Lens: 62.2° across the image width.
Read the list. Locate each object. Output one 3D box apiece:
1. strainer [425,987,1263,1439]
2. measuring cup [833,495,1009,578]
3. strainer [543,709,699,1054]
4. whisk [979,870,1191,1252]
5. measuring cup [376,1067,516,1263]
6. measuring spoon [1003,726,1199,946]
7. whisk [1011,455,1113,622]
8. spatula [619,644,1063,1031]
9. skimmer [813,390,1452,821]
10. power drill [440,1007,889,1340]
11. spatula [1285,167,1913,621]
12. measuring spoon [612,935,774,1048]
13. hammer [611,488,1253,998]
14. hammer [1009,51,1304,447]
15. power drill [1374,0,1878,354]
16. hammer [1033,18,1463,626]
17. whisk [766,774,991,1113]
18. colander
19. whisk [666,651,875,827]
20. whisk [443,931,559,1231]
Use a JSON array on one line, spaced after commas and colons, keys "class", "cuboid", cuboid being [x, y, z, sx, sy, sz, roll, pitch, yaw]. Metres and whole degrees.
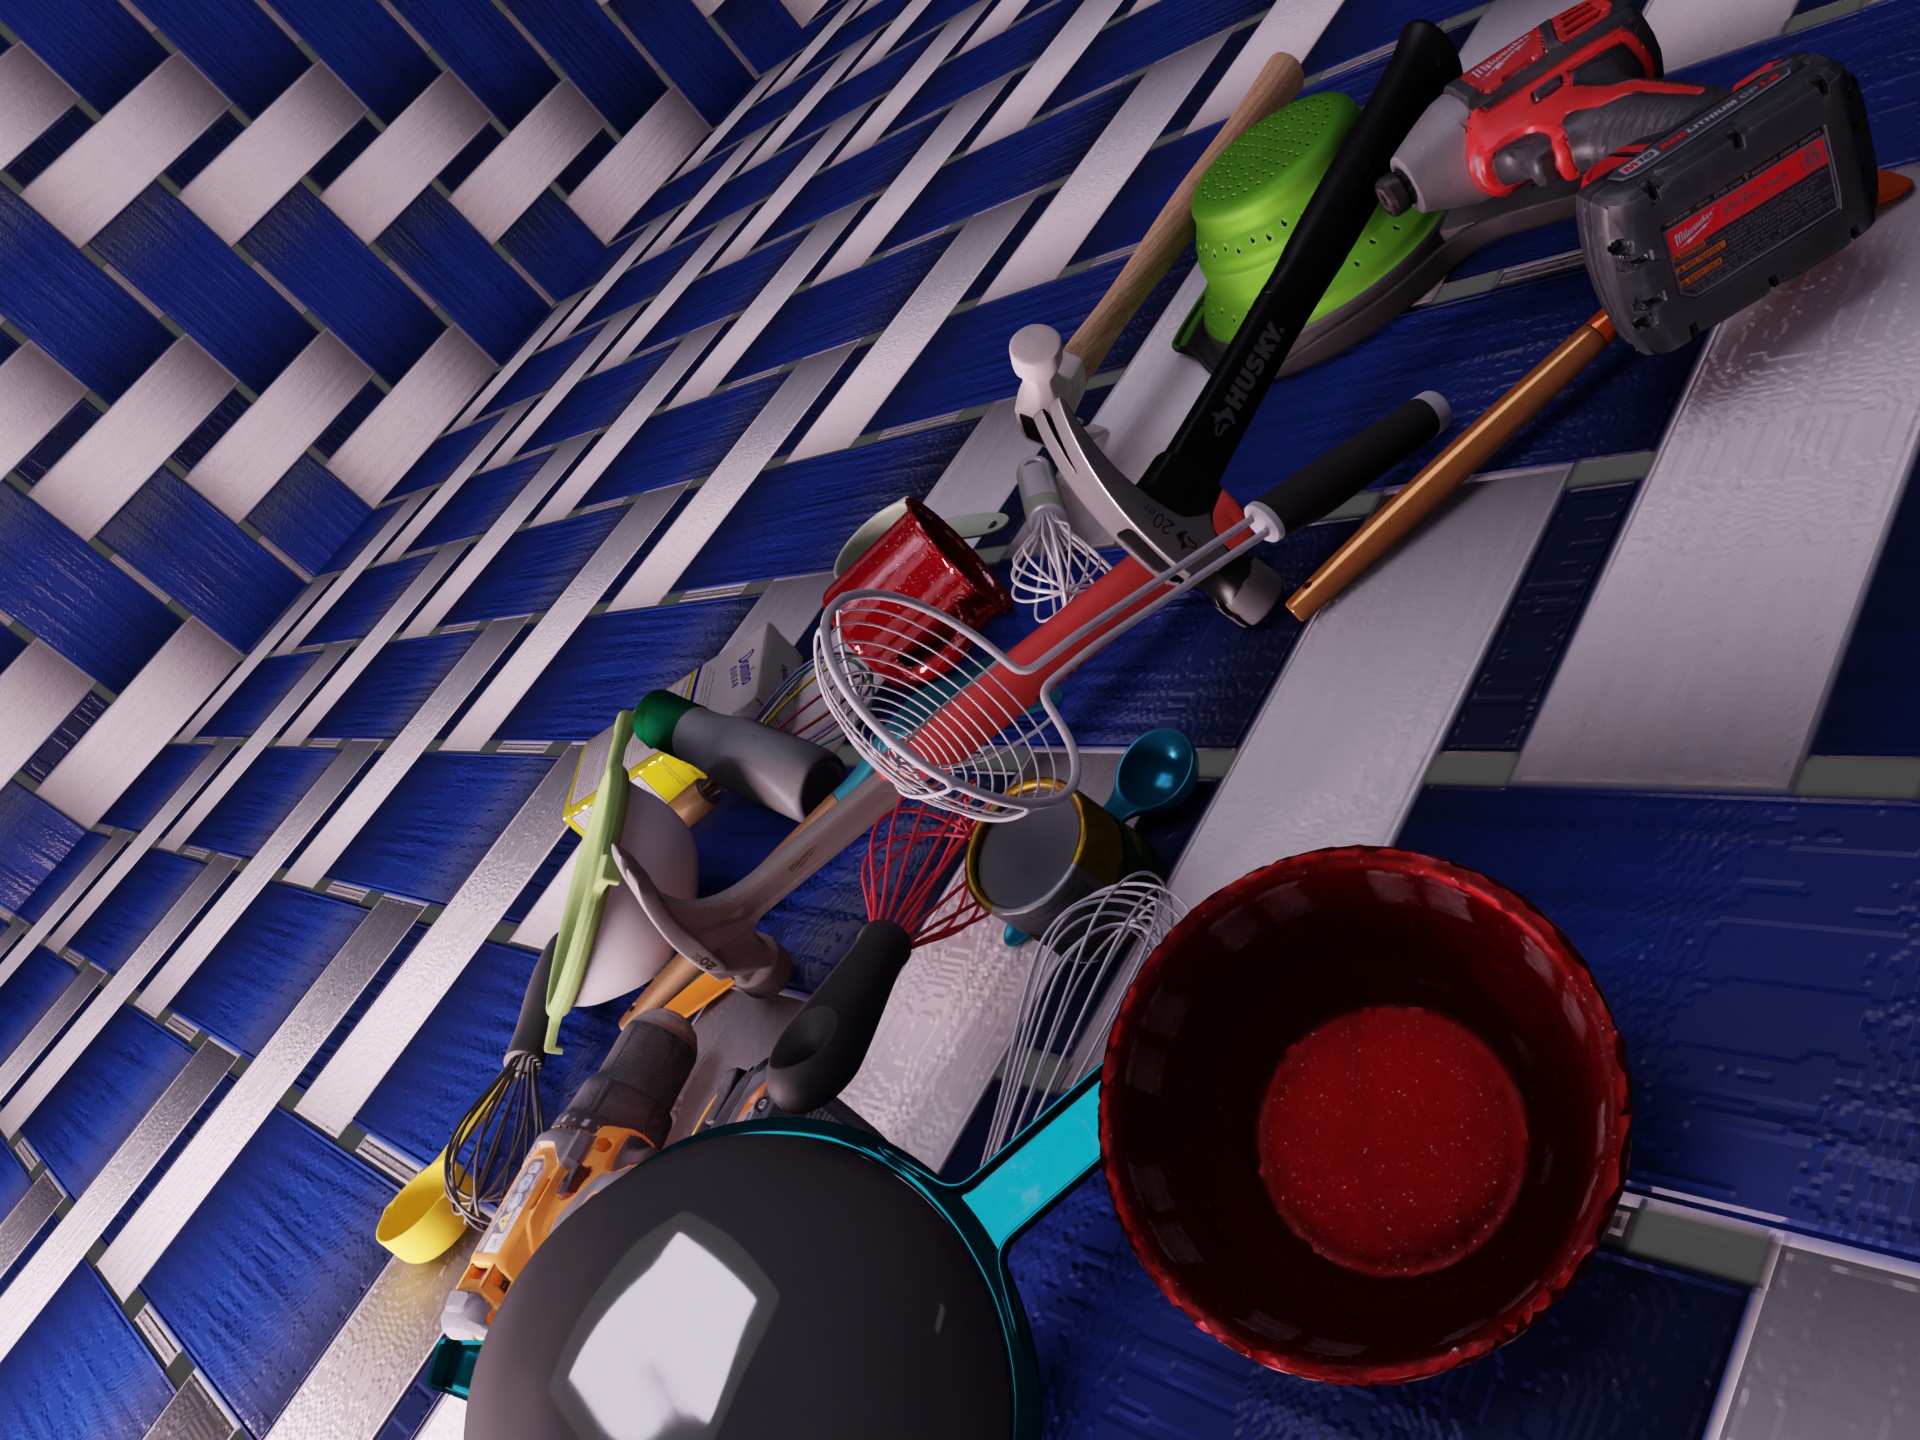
[{"class": "strainer", "cuboid": [-0.037, 0.188, 0.528, 0.340, 0.095, 0.211, -40, 58, -2]}, {"class": "measuring cup", "cuboid": [-0.017, -0.112, 1.050, 0.168, 0.038, 0.083, -1, 50, 49]}, {"class": "strainer", "cuboid": [-0.195, 0.076, 0.976, 0.257, 0.069, 0.151, -96, 26, -56]}, {"class": "whisk", "cuboid": [0.016, 0.183, 0.600, 0.070, 0.070, 0.285, 2, 58, 54]}, {"class": "measuring cup", "cuboid": [-0.281, 0.249, 0.929, 0.062, 0.029, 0.157, -24, 22, 33]}, {"class": "measuring spoon", "cuboid": [0.067, 0.059, 0.740, 0.128, 0.021, 0.042, -50, 40, 7]}, {"class": "whisk", "cuboid": [0.052, -0.115, 0.941, 0.058, 0.059, 0.246, -10, 25, 3]}, {"class": "spatula", "cuboid": [-0.076, 0.071, 0.899, 0.317, 0.044, 0.082, -46, 30, 7]}, {"class": "skimmer", "cuboid": [0.098, -0.076, 0.706, 0.363, 0.090, 0.127, -33, 68, -20]}, {"class": "power drill", "cuboid": [-0.131, 0.208, 0.730, 0.226, 0.084, 0.185, -19, 35, 45]}, {"class": "spatula", "cuboid": [0.281, -0.155, 0.740, 0.322, 0.041, 0.081, -43, 29, 10]}, {"class": "measuring spoon", "cuboid": [-0.148, 0.158, 0.888, 0.117, 0.011, 0.021, -38, 39, 5]}, {"class": "hammer", "cuboid": [-0.001, -0.003, 0.801, 0.359, 0.149, 0.037, -39, 54, -5]}, {"class": "hammer", "cuboid": [0.132, -0.307, 1.024, 0.031, 0.130, 0.331, 28, 71, 20]}, {"class": "power drill", "cuboid": [0.288, -0.255, 0.723, 0.143, 0.078, 0.220, -31, 34, 7]}, {"class": "hammer", "cuboid": [0.165, -0.223, 0.806, 0.335, 0.146, 0.035, -60, 14, -13]}, {"class": "whisk", "cuboid": [-0.027, 0.088, 0.679, 0.073, 0.073, 0.296, -33, 6, 19]}, {"class": "colander", "cuboid": [0.257, -0.308, 0.895, 0.397, 0.094, 0.204, 0, 51, 53]}, {"class": "whisk", "cuboid": [-0.145, 0.034, 1.024, 0.245, 0.051, 0.047, -39, 6, 18]}, {"class": "whisk", "cuboid": [-0.252, 0.201, 0.931, 0.055, 0.055, 0.239, -33, 25, 19]}]
